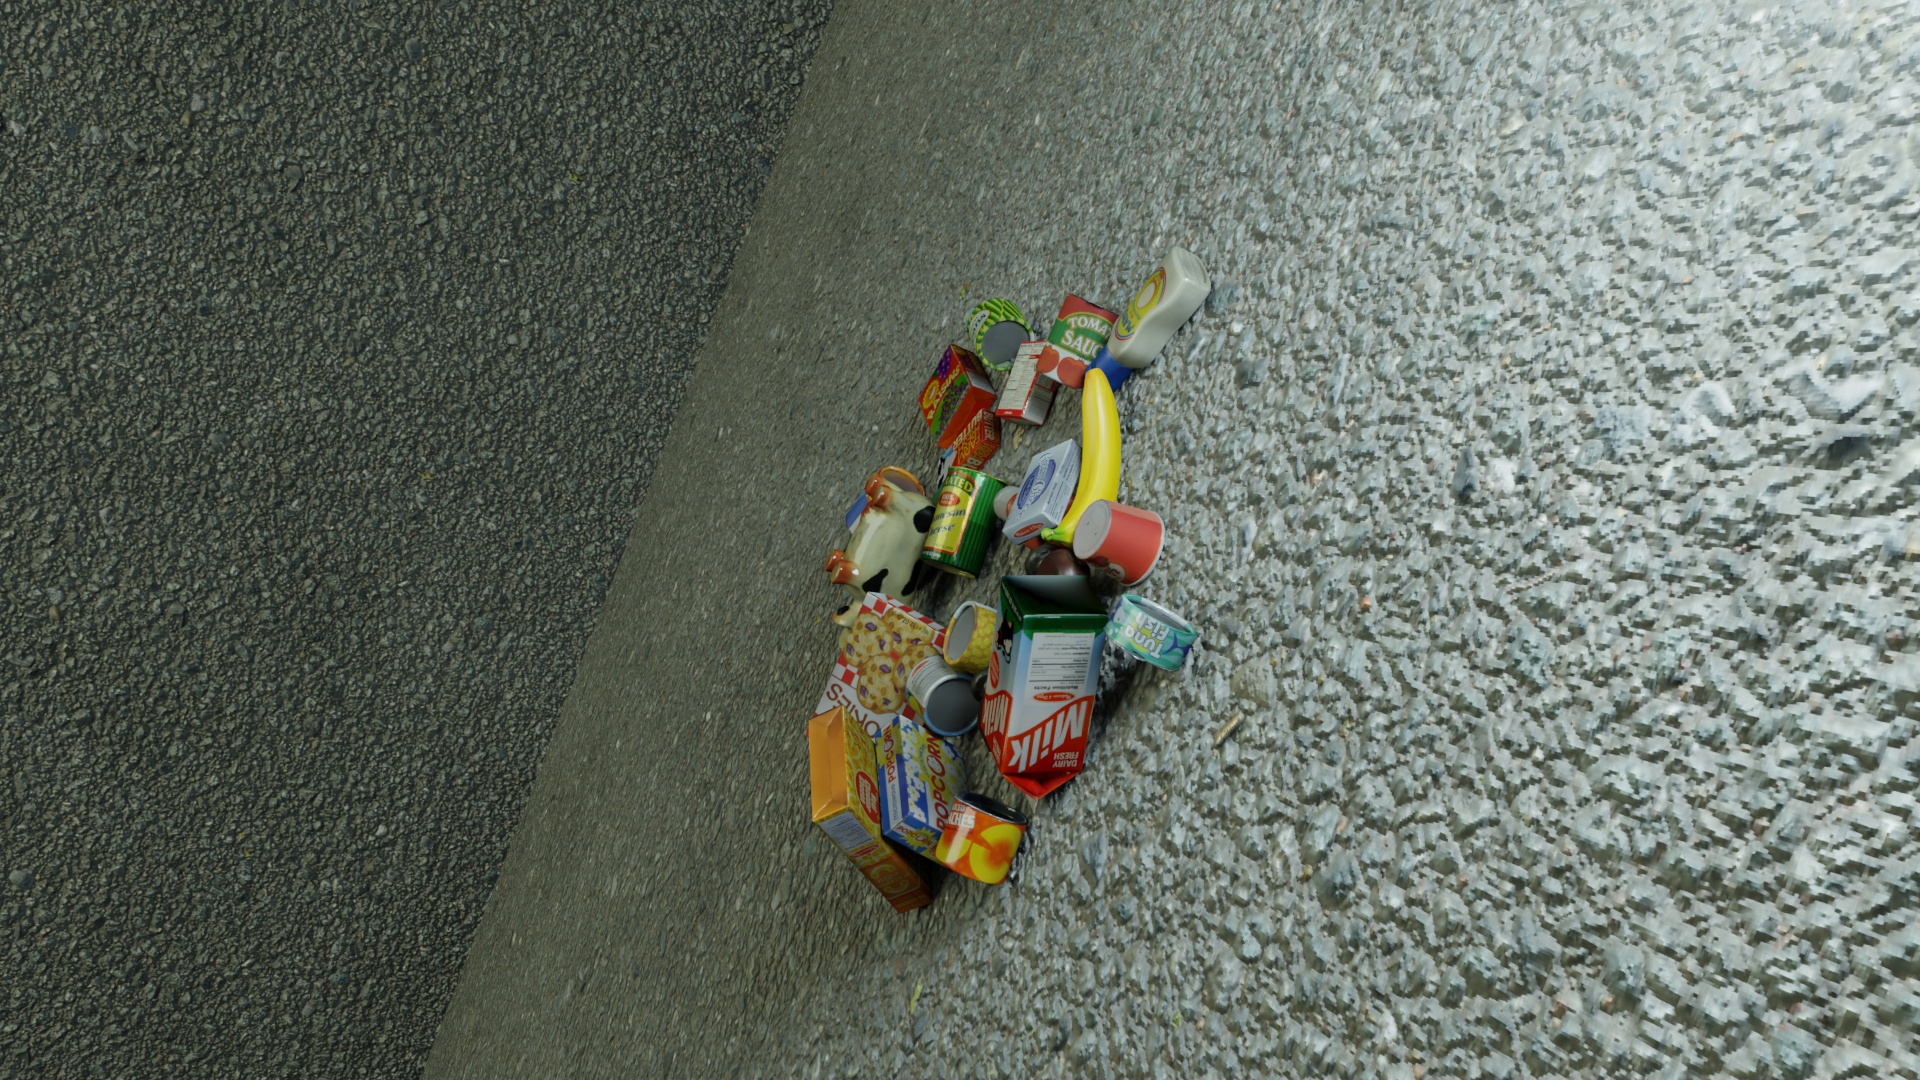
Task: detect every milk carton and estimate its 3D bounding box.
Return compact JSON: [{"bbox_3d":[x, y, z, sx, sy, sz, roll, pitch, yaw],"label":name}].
[{"bbox_3d":[0.065,0.128,1.149,0.072,0.073,0.189,-118,31,-62],"label":"milk carton"}]

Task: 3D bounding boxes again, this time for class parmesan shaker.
[{"bbox_3d":[0.005,-0.018,1.457,0.071,0.071,0.103,-1,69,65],"label":"parmesan shaker"}]

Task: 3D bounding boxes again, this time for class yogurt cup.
[{"bbox_3d":[0.132,-0.001,1.177,0.072,0.054,0.073,-46,32,40],"label":"yogurt cup"}]

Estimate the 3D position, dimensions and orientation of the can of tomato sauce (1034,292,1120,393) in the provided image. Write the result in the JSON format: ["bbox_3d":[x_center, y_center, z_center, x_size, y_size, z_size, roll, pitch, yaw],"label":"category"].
[{"bbox_3d":[0.118,-0.191,1.355,0.083,0.071,0.071,-65,23,9],"label":"can of tomato sauce"}]

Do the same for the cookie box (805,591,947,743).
[{"bbox_3d":[-0.074,0.155,1.428,0.123,0.040,0.167,27,96,28],"label":"cookie box"}]

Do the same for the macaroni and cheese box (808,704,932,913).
[{"bbox_3d":[-0.083,0.252,1.297,0.040,0.166,0.124,-24,39,12],"label":"macaroni and cheese box"}]

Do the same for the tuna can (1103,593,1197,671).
[{"bbox_3d":[0.145,0.070,1.066,0.032,0.071,0.071,-63,24,12],"label":"tuna can"}]

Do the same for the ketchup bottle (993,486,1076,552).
[{"bbox_3d":[0.074,-0.024,1.336,0.064,0.043,0.149,-60,23,0],"label":"ketchup bottle"}]

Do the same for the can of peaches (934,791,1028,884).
[{"bbox_3d":[0.016,0.254,1.190,0.058,0.071,0.071,-69,23,2],"label":"can of peaches"}]

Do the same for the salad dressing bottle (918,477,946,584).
[{"bbox_3d":[-0.036,-0.010,1.566,0.147,0.044,0.064,-55,28,29],"label":"salad dressing bottle"}]

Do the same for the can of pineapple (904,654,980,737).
[{"bbox_3d":[-0.013,0.152,1.352,0.071,0.071,0.058,-66,23,6],"label":"can of pineapple"}]

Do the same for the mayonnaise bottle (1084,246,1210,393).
[{"bbox_3d":[0.170,-0.197,1.280,0.147,0.041,0.065,-51,30,34],"label":"mayonnaise bottle"}]

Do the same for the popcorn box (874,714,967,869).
[{"bbox_3d":[-0.034,0.233,1.293,0.038,0.085,0.127,-42,32,23],"label":"popcorn box"}]

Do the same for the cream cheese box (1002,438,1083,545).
[{"bbox_3d":[0.078,-0.045,1.271,0.053,0.024,0.104,-24,30,40],"label":"cream cheese box"}]

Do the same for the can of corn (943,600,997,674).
[{"bbox_3d":[0.024,0.099,1.322,0.070,0.058,0.071,-48,30,40],"label":"can of corn"}]

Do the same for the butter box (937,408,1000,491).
[{"bbox_3d":[0.009,-0.098,1.570,0.103,0.024,0.053,-47,30,40],"label":"butter box"}]

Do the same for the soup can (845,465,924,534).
[{"bbox_3d":[-0.091,-0.042,1.688,0.083,0.071,0.072,-50,29,35],"label":"soup can"}]

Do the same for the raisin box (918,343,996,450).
[{"bbox_3d":[-0.005,-0.169,1.642,0.085,0.040,0.124,-60,26,22],"label":"raisin box"}]

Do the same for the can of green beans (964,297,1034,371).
[{"bbox_3d":[0.045,-0.230,1.551,0.071,0.071,0.058,-59,25,22],"label":"can of green beans"}]
